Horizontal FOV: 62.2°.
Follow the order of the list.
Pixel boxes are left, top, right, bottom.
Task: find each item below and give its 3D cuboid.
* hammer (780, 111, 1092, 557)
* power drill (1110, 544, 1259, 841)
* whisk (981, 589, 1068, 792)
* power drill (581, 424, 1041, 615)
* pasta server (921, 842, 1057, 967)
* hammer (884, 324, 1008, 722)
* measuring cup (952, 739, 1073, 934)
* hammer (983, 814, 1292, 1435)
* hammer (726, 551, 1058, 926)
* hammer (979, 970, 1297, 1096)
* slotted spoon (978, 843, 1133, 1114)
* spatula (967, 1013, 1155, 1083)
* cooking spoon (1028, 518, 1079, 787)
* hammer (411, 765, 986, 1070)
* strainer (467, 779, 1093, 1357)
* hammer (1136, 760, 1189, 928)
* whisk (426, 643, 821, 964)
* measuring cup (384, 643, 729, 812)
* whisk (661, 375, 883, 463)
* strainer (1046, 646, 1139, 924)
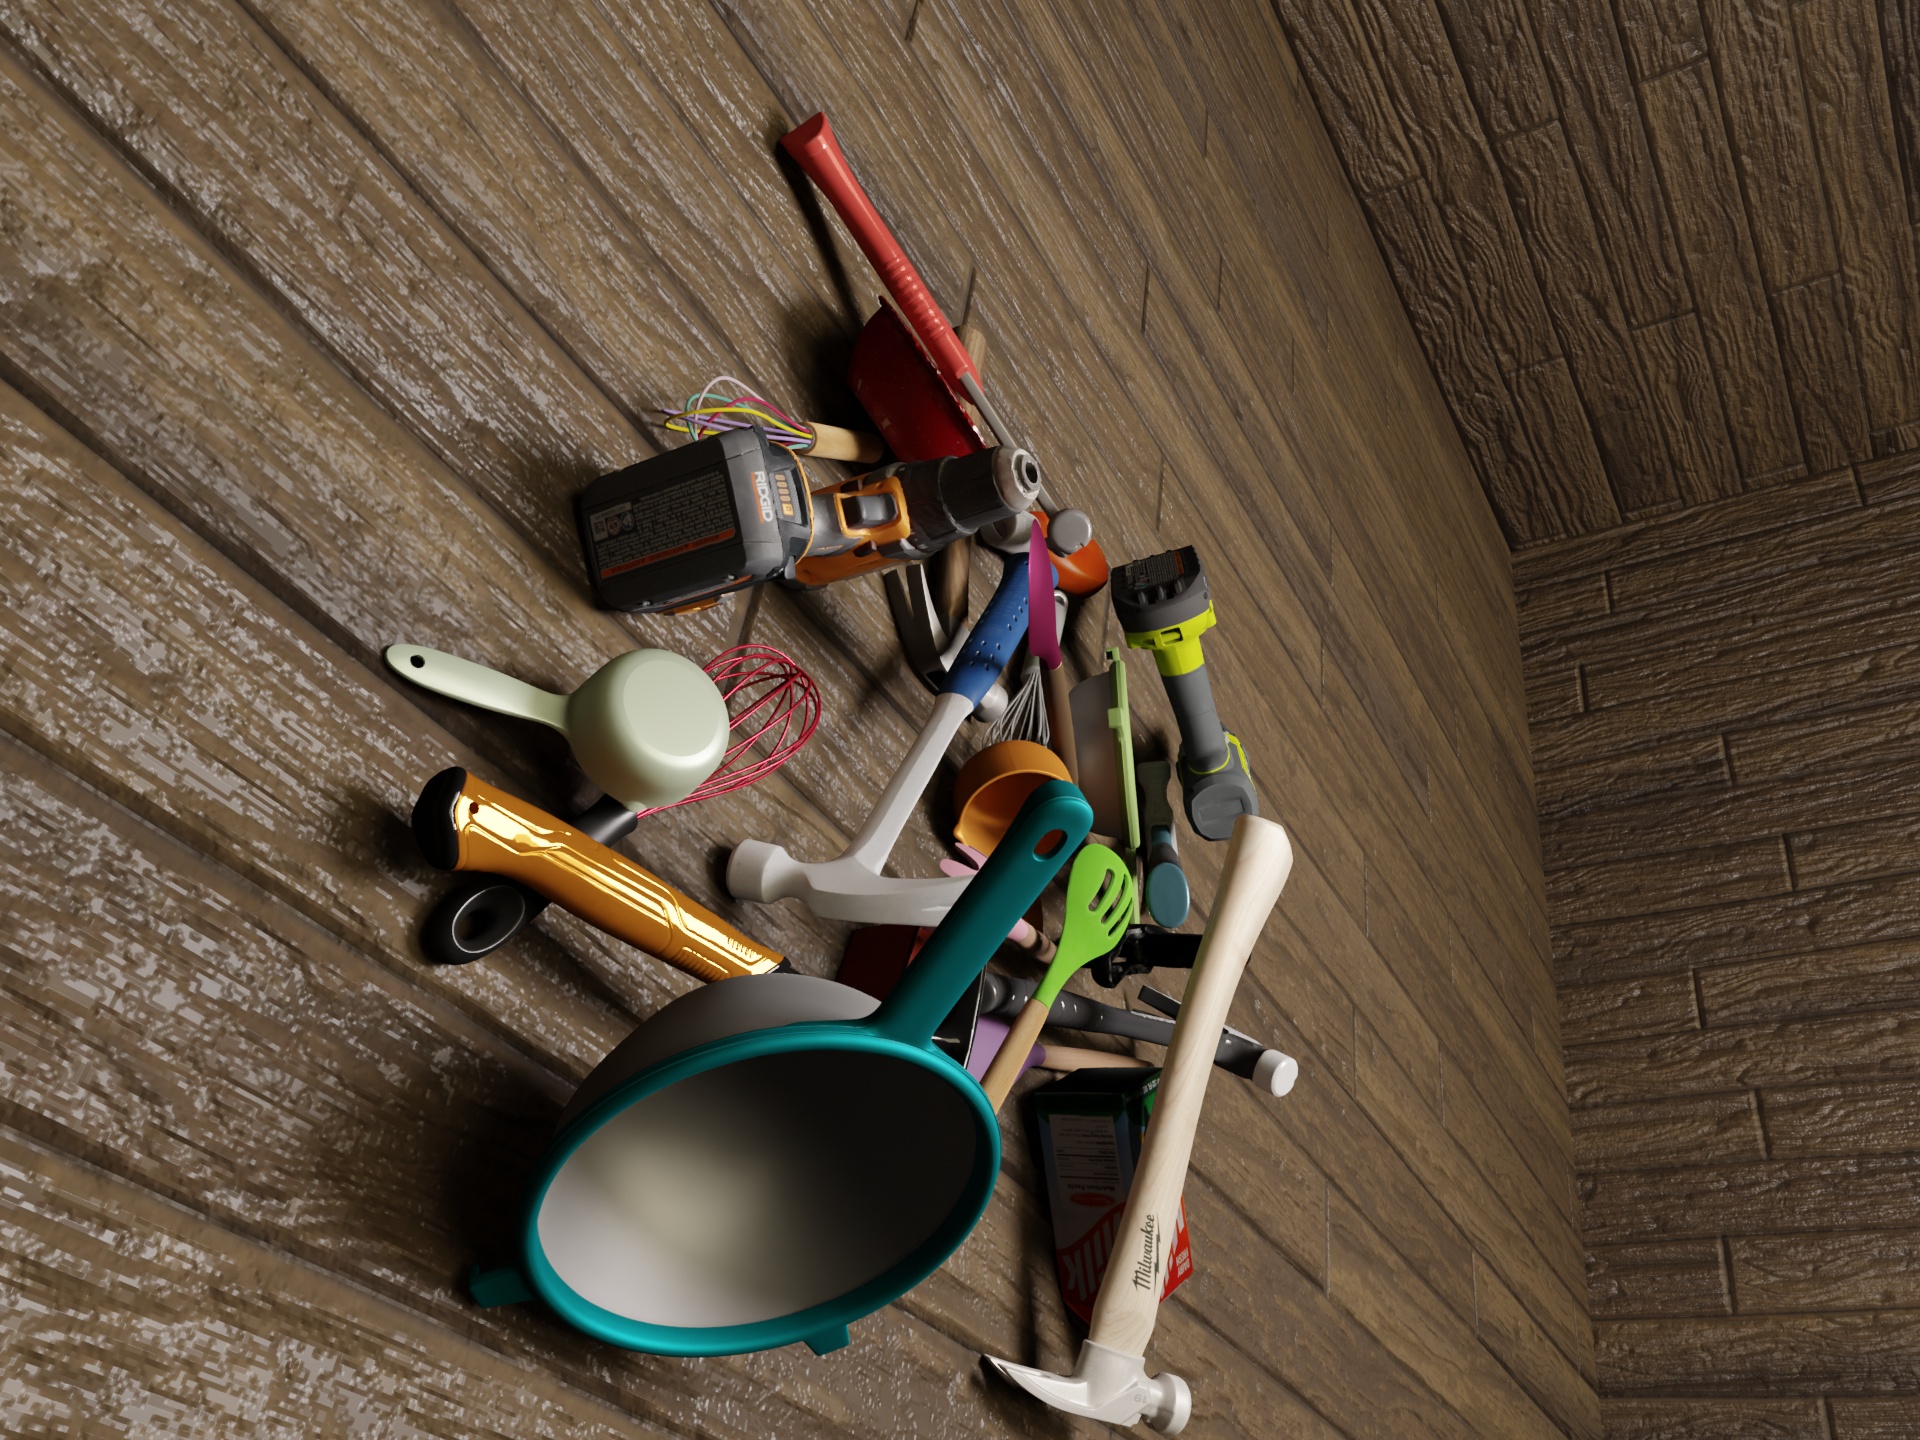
[{"bbox_3d":[-0.014,-0.275,1.158,0.359,0.036,0.149,56,4,-8],"label":"hammer"},{"bbox_3d":[0.199,-0.029,1.382,0.191,0.080,0.228,-79,151,-70],"label":"power drill"},{"bbox_3d":[0.058,-0.029,1.246,0.057,0.059,0.247,34,38,-15],"label":"whisk"},{"bbox_3d":[-0.075,-0.117,0.901,0.226,0.185,0.084,-12,90,-59],"label":"power drill"},{"bbox_3d":[0.036,0.142,1.070,0.060,0.040,0.316,-67,162,-10],"label":"pasta server"},{"bbox_3d":[-0.003,-0.170,1.211,0.129,0.031,0.332,41,44,-48],"label":"hammer"},{"bbox_3d":[0.042,0.090,1.146,0.052,0.095,0.173,-106,-172,-53],"label":"measuring cup"},{"bbox_3d":[0.139,0.257,1.072,0.146,0.038,0.411,24,75,-23],"label":"hammer"},{"bbox_3d":[-0.002,-0.003,1.024,0.406,0.144,0.035,-60,155,-53],"label":"hammer"},{"bbox_3d":[0.101,0.215,1.162,0.334,0.146,0.035,22,90,-44],"label":"hammer"},{"bbox_3d":[0.040,0.207,1.028,0.070,0.031,0.314,53,55,-30],"label":"slotted spoon"},{"bbox_3d":[0.069,0.249,1.165,0.315,0.018,0.060,23,54,-55],"label":"spatula"},{"bbox_3d":[0.063,-0.027,1.073,0.318,0.017,0.069,76,18,-59],"label":"cooking spoon"},{"bbox_3d":[-0.114,0.107,0.776,0.336,0.034,0.127,37,57,-35],"label":"hammer"},{"bbox_3d":[-0.059,0.137,0.696,0.210,0.340,0.095,23,24,-31],"label":"strainer"},{"bbox_3d":[0.161,0.111,1.260,0.331,0.033,0.128,-34,117,-82],"label":"hammer"},{"bbox_3d":[-0.162,0.037,0.809,0.296,0.073,0.073,-44,116,-51],"label":"whisk"},{"bbox_3d":[-0.184,-0.012,0.751,0.167,0.038,0.083,20,55,-33],"label":"measuring cup"},{"bbox_3d":[-0.107,-0.181,1.013,0.051,0.047,0.245,56,22,10],"label":"whisk"},{"bbox_3d":[0.108,0.077,1.283,0.152,0.069,0.256,-80,165,-67],"label":"strainer"}]
